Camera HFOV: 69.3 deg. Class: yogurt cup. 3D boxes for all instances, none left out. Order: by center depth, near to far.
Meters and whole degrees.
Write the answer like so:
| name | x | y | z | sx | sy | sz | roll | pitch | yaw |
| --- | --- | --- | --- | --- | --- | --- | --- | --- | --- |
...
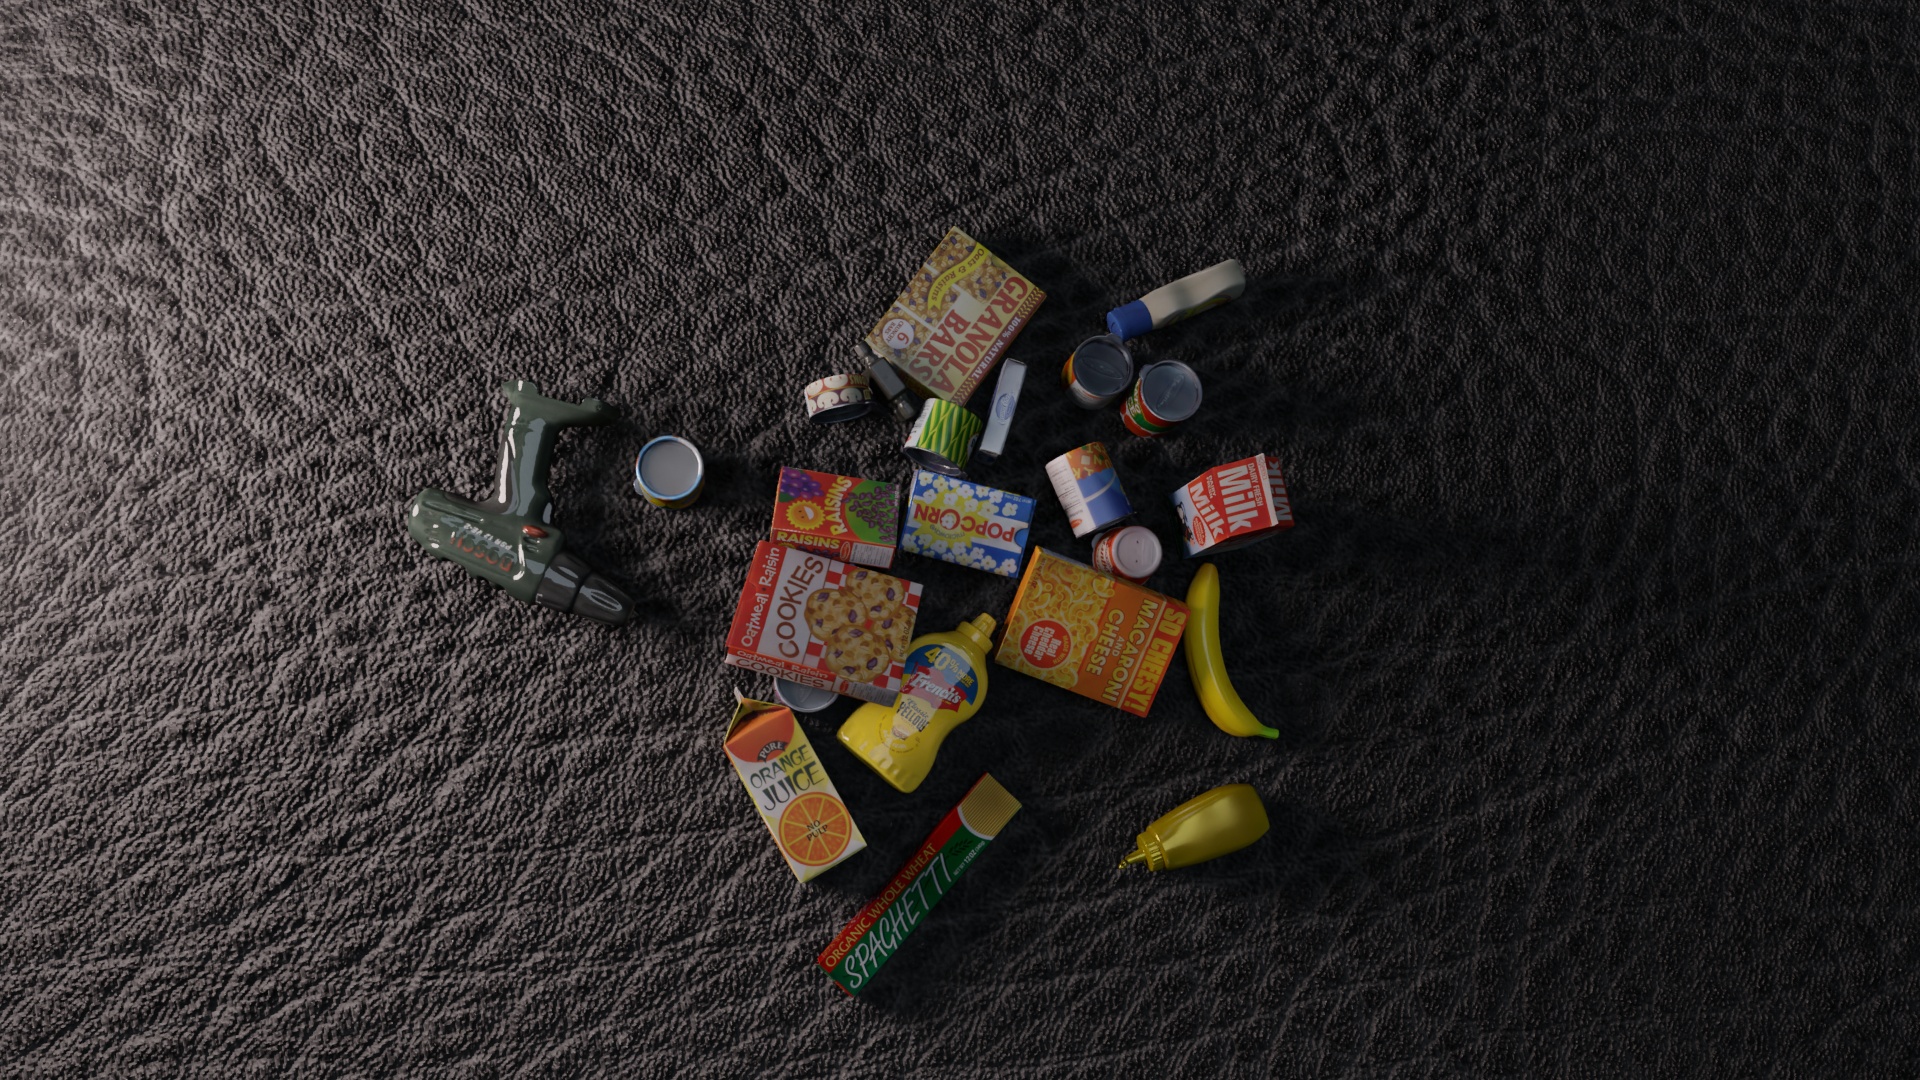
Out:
| name | x | y | z | sx | sy | sz | roll | pitch | yaw |
| --- | --- | --- | --- | --- | --- | --- | --- | --- | --- |
| yogurt cup | 0.176 | 0.015 | 1.443 | 0.072 | 0.054 | 0.072 | 2 | 80 | -10 |

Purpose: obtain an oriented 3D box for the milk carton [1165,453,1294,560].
| name | x | y | z | sx | sy | sz | roll | pitch | yaw |
| --- | --- | --- | --- | --- | --- | --- | --- | --- | --- |
| milk carton | 0.275 | -0.034 | 1.398 | 0.073 | 0.190 | 0.072 | -10 | 83 | -11 |

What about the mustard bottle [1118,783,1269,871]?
| name | x | y | z | sx | sy | sz | roll | pitch | yaw |
| --- | --- | --- | --- | --- | --- | --- | --- | --- | --- |
| mustard bottle | 0.230 | 0.298 | 1.406 | 0.160 | 0.048 | 0.065 | -19 | 84 | -11 |

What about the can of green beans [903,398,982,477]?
| name | x | y | z | sx | sy | sz | roll | pitch | yaw |
| --- | --- | --- | --- | --- | --- | --- | --- | --- | --- |
| can of green beans | -0.017 | -0.106 | 1.425 | 0.071 | 0.071 | 0.058 | 24 | 77 | -5 |

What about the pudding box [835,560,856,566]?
| name | x | y | z | sx | sy | sz | roll | pitch | yaw |
| --- | --- | --- | --- | --- | --- | --- | --- | --- | --- |
| pudding box | -0.122 | 0.056 | 1.398 | 0.050 | 0.030 | 0.084 | -17 | 83 | -11 |

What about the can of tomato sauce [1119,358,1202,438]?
| name | x | y | z | sx | sy | sz | roll | pitch | yaw |
| --- | --- | --- | --- | --- | --- | --- | --- | --- | --- |
| can of tomato sauce | 0.208 | -0.148 | 1.462 | 0.071 | 0.083 | 0.071 | 2 | 80 | -9 |

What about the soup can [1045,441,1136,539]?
| name | x | y | z | sx | sy | sz | roll | pitch | yaw |
| --- | --- | --- | --- | --- | --- | --- | --- | --- | --- |
| soup can | 0.136 | -0.053 | 1.442 | 0.071 | 0.071 | 0.084 | -22 | 84 | -12 |

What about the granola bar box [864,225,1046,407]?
| name | x | y | z | sx | sy | sz | roll | pitch | yaw |
| --- | --- | --- | --- | --- | --- | --- | --- | --- | --- |
| granola bar box | -0.006 | -0.230 | 1.462 | 0.124 | 0.039 | 0.166 | 36 | 77 | -2 |

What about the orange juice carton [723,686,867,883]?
| name | x | y | z | sx | sy | sz | roll | pitch | yaw |
| --- | --- | --- | --- | --- | --- | --- | --- | --- | --- |
| orange juice carton | -0.171 | 0.227 | 1.338 | 0.073 | 0.071 | 0.192 | -29 | 87 | -14 |

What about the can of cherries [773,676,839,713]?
| name | x | y | z | sx | sy | sz | roll | pitch | yaw |
| --- | --- | --- | --- | --- | --- | --- | --- | --- | --- |
| can of cherries | -0.152 | 0.135 | 1.364 | 0.071 | 0.058 | 0.071 | 1 | 81 | -9 |

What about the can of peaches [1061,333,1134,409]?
| name | x | y | z | sx | sy | sz | roll | pitch | yaw |
| --- | --- | --- | --- | --- | --- | --- | --- | --- | --- |
| can of peaches | 0.145 | -0.178 | 1.469 | 0.071 | 0.058 | 0.071 | 2 | 80 | -9 |

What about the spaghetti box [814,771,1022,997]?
| name | x | y | z | sx | sy | sz | roll | pitch | yaw |
| --- | --- | --- | --- | --- | --- | --- | --- | --- | --- |
| spaghetti box | -0.040 | 0.336 | 1.363 | 0.050 | 0.028 | 0.251 | 43 | 76 | 0 |

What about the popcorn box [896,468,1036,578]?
| name | x | y | z | sx | sy | sz | roll | pitch | yaw |
| --- | --- | --- | --- | --- | --- | --- | --- | --- | --- |
| popcorn box | 0.005 | -0.018 | 1.419 | 0.127 | 0.038 | 0.085 | 14 | 91 | -7 |

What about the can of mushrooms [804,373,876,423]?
| name | x | y | z | sx | sy | sz | roll | pitch | yaw |
| --- | --- | --- | --- | --- | --- | --- | --- | --- | --- |
| can of mushrooms | -0.122 | -0.144 | 1.413 | 0.071 | 0.071 | 0.033 | -11 | 81 | -11 |

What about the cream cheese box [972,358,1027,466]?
| name | x | y | z | sx | sy | sz | roll | pitch | yaw |
| --- | --- | --- | --- | --- | --- | --- | --- | --- | --- |
| cream cheese box | 0.041 | -0.133 | 1.446 | 0.024 | 0.053 | 0.104 | 18 | 78 | -5 |

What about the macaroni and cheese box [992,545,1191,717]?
| name | x | y | z | sx | sy | sz | roll | pitch | yaw |
| --- | --- | --- | --- | --- | --- | --- | --- | --- | --- |
| macaroni and cheese box | 0.132 | 0.092 | 1.410 | 0.166 | 0.040 | 0.123 | 21 | 99 | -6 |

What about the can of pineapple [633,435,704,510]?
| name | x | y | z | sx | sy | sz | roll | pitch | yaw |
| --- | --- | --- | --- | --- | --- | --- | --- | --- | --- |
| can of pineapple | -0.288 | -0.066 | 1.376 | 0.071 | 0.057 | 0.071 | 2 | 81 | -9 |

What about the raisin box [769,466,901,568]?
| name | x | y | z | sx | sy | sz | roll | pitch | yaw |
| --- | --- | --- | --- | --- | --- | --- | --- | --- | --- |
| raisin box | -0.125 | -0.023 | 1.390 | 0.123 | 0.039 | 0.086 | 9 | 50 | -8 |

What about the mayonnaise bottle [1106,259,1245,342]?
| name | x | y | z | sx | sy | sz | roll | pitch | yaw |
| --- | --- | --- | --- | --- | --- | --- | --- | --- | --- |
| mayonnaise bottle | 0.231 | -0.256 | 1.497 | 0.148 | 0.064 | 0.041 | -24 | 83 | -9 |

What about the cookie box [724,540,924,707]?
| name | x | y | z | sx | sy | sz | roll | pitch | yaw |
| --- | --- | --- | --- | --- | --- | --- | --- | --- | --- |
| cookie box | -0.130 | 0.078 | 1.333 | 0.167 | 0.040 | 0.123 | 16 | 55 | -6 |
